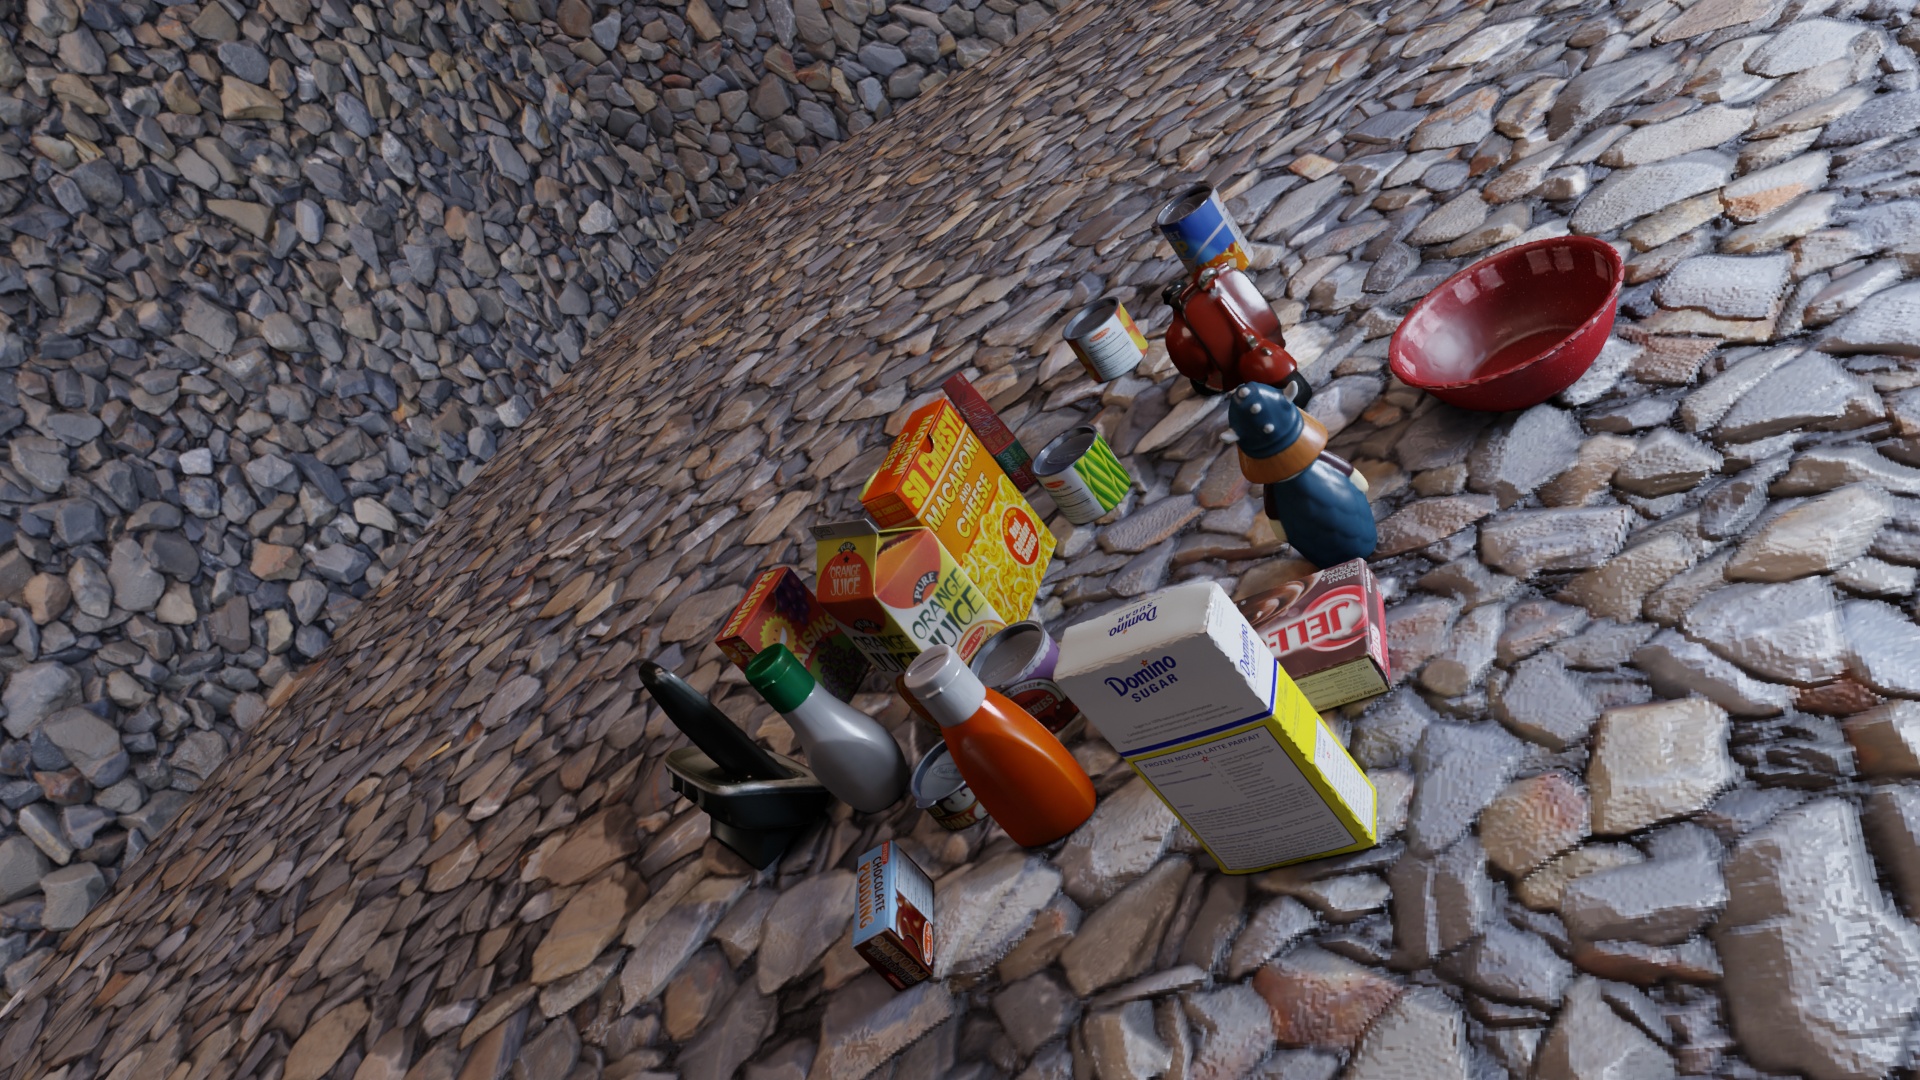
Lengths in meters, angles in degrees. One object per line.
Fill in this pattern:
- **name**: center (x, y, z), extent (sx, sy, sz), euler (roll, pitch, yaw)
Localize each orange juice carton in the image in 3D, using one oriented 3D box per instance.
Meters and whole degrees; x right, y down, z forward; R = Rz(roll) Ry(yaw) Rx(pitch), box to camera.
- **orange juice carton**: center (-0.034, 0.055, 1.020), extent (0.071, 0.192, 0.073), euler (-7, 39, 49)

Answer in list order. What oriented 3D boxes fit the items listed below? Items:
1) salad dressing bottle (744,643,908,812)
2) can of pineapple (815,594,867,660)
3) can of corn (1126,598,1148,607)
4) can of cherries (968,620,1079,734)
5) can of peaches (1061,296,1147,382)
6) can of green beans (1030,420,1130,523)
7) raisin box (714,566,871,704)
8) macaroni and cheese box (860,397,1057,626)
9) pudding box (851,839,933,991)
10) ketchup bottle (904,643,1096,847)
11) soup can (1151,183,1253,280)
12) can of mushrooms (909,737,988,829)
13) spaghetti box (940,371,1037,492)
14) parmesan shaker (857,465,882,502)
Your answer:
- **salad dressing bottle**: center (-0.098, 0.137, 1.020), extent (0.064, 0.147, 0.044), euler (-29, 26, 20)
- **can of pineapple**: center (-0.093, 0.068, 1.241), extent (0.071, 0.057, 0.071), euler (-31, 26, 17)
- **can of corn**: center (0.126, 0.083, 0.917), extent (0.071, 0.058, 0.071), euler (-31, 26, 17)
- **can of cherries**: center (0.048, 0.102, 0.990), extent (0.071, 0.058, 0.072), euler (-31, 26, 17)
- **can of peaches**: center (0.144, -0.200, 1.379), extent (0.071, 0.058, 0.071), euler (-31, 26, 17)
- **can of green beans**: center (0.103, -0.057, 1.187), extent (0.071, 0.057, 0.071), euler (-31, 26, 17)
- **raisin box**: center (-0.140, 0.095, 1.179), extent (0.040, 0.123, 0.086), euler (-16, 33, 41)
- **macaroni and cheese box**: center (0.004, -0.014, 1.119), extent (0.040, 0.166, 0.124), euler (-20, 30, 36)
- **pudding box**: center (-0.042, 0.238, 0.889), extent (0.030, 0.049, 0.084), euler (-32, 25, 15)
- **ketchup bottle**: center (0.022, 0.128, 0.872), extent (0.064, 0.148, 0.044), euler (-30, 26, 19)
- **soup can**: center (0.242, -0.302, 1.389), extent (0.071, 0.083, 0.072), euler (-31, 26, 17)
- **can of mushrooms**: center (-0.001, 0.169, 0.972), extent (0.071, 0.033, 0.071), euler (-31, 26, 17)
- **spaghetti box**: center (0.028, -0.113, 1.395), extent (0.028, 0.050, 0.251), euler (-37, 25, 3)
- **parmesan shaker**: center (-0.035, -0.022, 1.261), extent (0.071, 0.103, 0.071), euler (-31, 26, 17)
